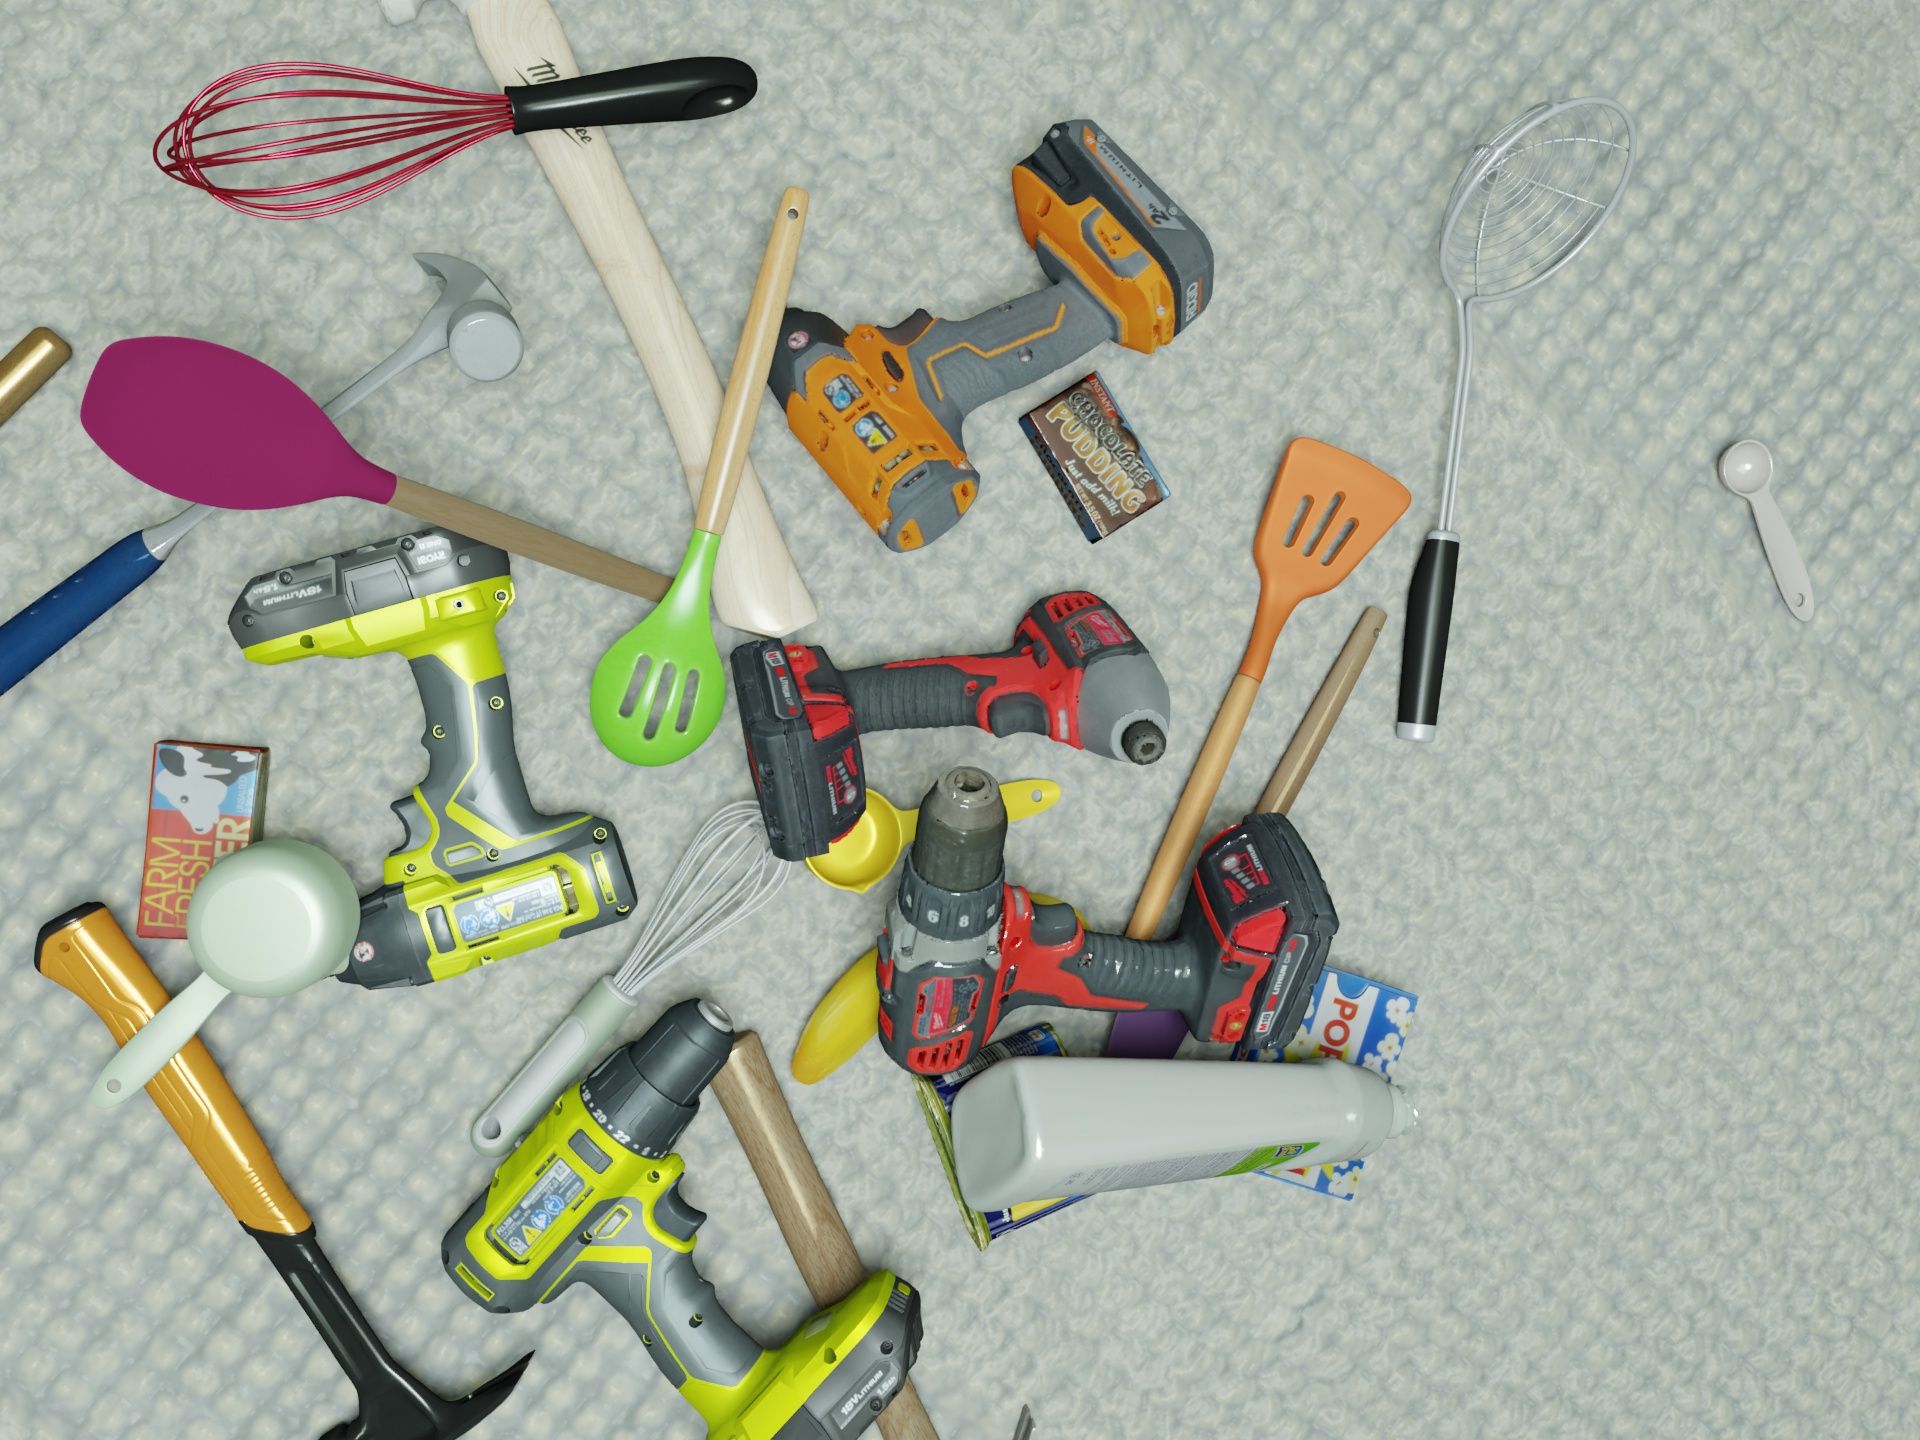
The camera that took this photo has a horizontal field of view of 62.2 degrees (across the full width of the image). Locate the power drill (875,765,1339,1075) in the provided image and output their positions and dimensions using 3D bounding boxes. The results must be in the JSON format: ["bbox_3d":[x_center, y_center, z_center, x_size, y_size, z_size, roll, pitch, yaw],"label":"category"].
[{"bbox_3d":[0.071,0.099,0.813,0.226,0.080,0.187,-2,129,-12],"label":"power drill"}]

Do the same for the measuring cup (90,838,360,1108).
[{"bbox_3d":[-0.367,0.130,0.772,0.083,0.038,0.167,44,88,-6],"label":"measuring cup"}]

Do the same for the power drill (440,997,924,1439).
[{"bbox_3d":[-0.131,0.277,0.830,0.228,0.080,0.190,42,93,4],"label":"power drill"}]

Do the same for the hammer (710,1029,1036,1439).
[{"bbox_3d":[-0.060,0.326,0.888,0.130,0.031,0.331,-24,95,-8],"label":"hammer"}]

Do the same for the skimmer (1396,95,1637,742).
[{"bbox_3d":[0.310,-0.165,0.911,0.127,0.090,0.363,5,93,-41],"label":"skimmer"}]

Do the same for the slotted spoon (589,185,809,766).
[{"bbox_3d":[-0.127,-0.124,0.832,0.070,0.031,0.314,15,94,-16],"label":"slotted spoon"}]

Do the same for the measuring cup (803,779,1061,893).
[{"bbox_3d":[-0.018,0.055,0.898,0.156,0.029,0.062,-11,93,-21],"label":"measuring cup"}]

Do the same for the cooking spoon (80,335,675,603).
[{"bbox_3d":[-0.252,-0.102,0.766,0.318,0.017,0.069,19,96,-44],"label":"cooking spoon"}]

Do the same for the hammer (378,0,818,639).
[{"bbox_3d":[-0.165,-0.240,0.857,0.146,0.038,0.410,-25,95,-10],"label":"hammer"}]

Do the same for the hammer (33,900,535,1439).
[{"bbox_3d":[-0.358,0.237,0.818,0.127,0.034,0.337,-30,97,8],"label":"hammer"}]

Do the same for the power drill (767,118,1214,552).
[{"bbox_3d":[0.004,-0.217,0.856,0.226,0.084,0.164,-38,74,-4],"label":"power drill"}]

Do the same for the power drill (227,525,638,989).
[{"bbox_3d":[-0.282,0.022,0.823,0.171,0.080,0.223,-17,97,-9],"label":"power drill"}]

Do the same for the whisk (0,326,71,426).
[{"bbox_3d":[-0.540,-0.104,0.798,0.245,0.051,0.047,-50,119,-9],"label":"whisk"}]

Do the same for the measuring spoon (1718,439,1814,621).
[{"bbox_3d":[0.499,-0.116,0.985,0.034,0.018,0.124,-30,103,-8],"label":"measuring spoon"}]

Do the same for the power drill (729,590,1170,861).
[{"bbox_3d":[-0.001,-0.003,0.832,0.219,0.143,0.078,-12,121,-10],"label":"power drill"}]

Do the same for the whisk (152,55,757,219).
[{"bbox_3d":[-0.244,-0.302,0.794,0.296,0.073,0.073,-14,94,-17],"label":"whisk"}]

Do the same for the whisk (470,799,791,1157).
[{"bbox_3d":[-0.178,0.140,0.857,0.058,0.059,0.246,41,89,19],"label":"whisk"}]

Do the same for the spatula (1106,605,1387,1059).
[{"bbox_3d":[0.169,0.071,0.925,0.059,0.018,0.316,33,84,-35],"label":"spatula"}]

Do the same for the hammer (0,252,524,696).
[{"bbox_3d":[-0.392,-0.096,0.794,0.405,0.144,0.035,-37,128,1],"label":"hammer"}]

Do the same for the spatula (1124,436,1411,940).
[{"bbox_3d":[0.158,-0.002,0.910,0.081,0.041,0.322,25,85,-10],"label":"spatula"}]
